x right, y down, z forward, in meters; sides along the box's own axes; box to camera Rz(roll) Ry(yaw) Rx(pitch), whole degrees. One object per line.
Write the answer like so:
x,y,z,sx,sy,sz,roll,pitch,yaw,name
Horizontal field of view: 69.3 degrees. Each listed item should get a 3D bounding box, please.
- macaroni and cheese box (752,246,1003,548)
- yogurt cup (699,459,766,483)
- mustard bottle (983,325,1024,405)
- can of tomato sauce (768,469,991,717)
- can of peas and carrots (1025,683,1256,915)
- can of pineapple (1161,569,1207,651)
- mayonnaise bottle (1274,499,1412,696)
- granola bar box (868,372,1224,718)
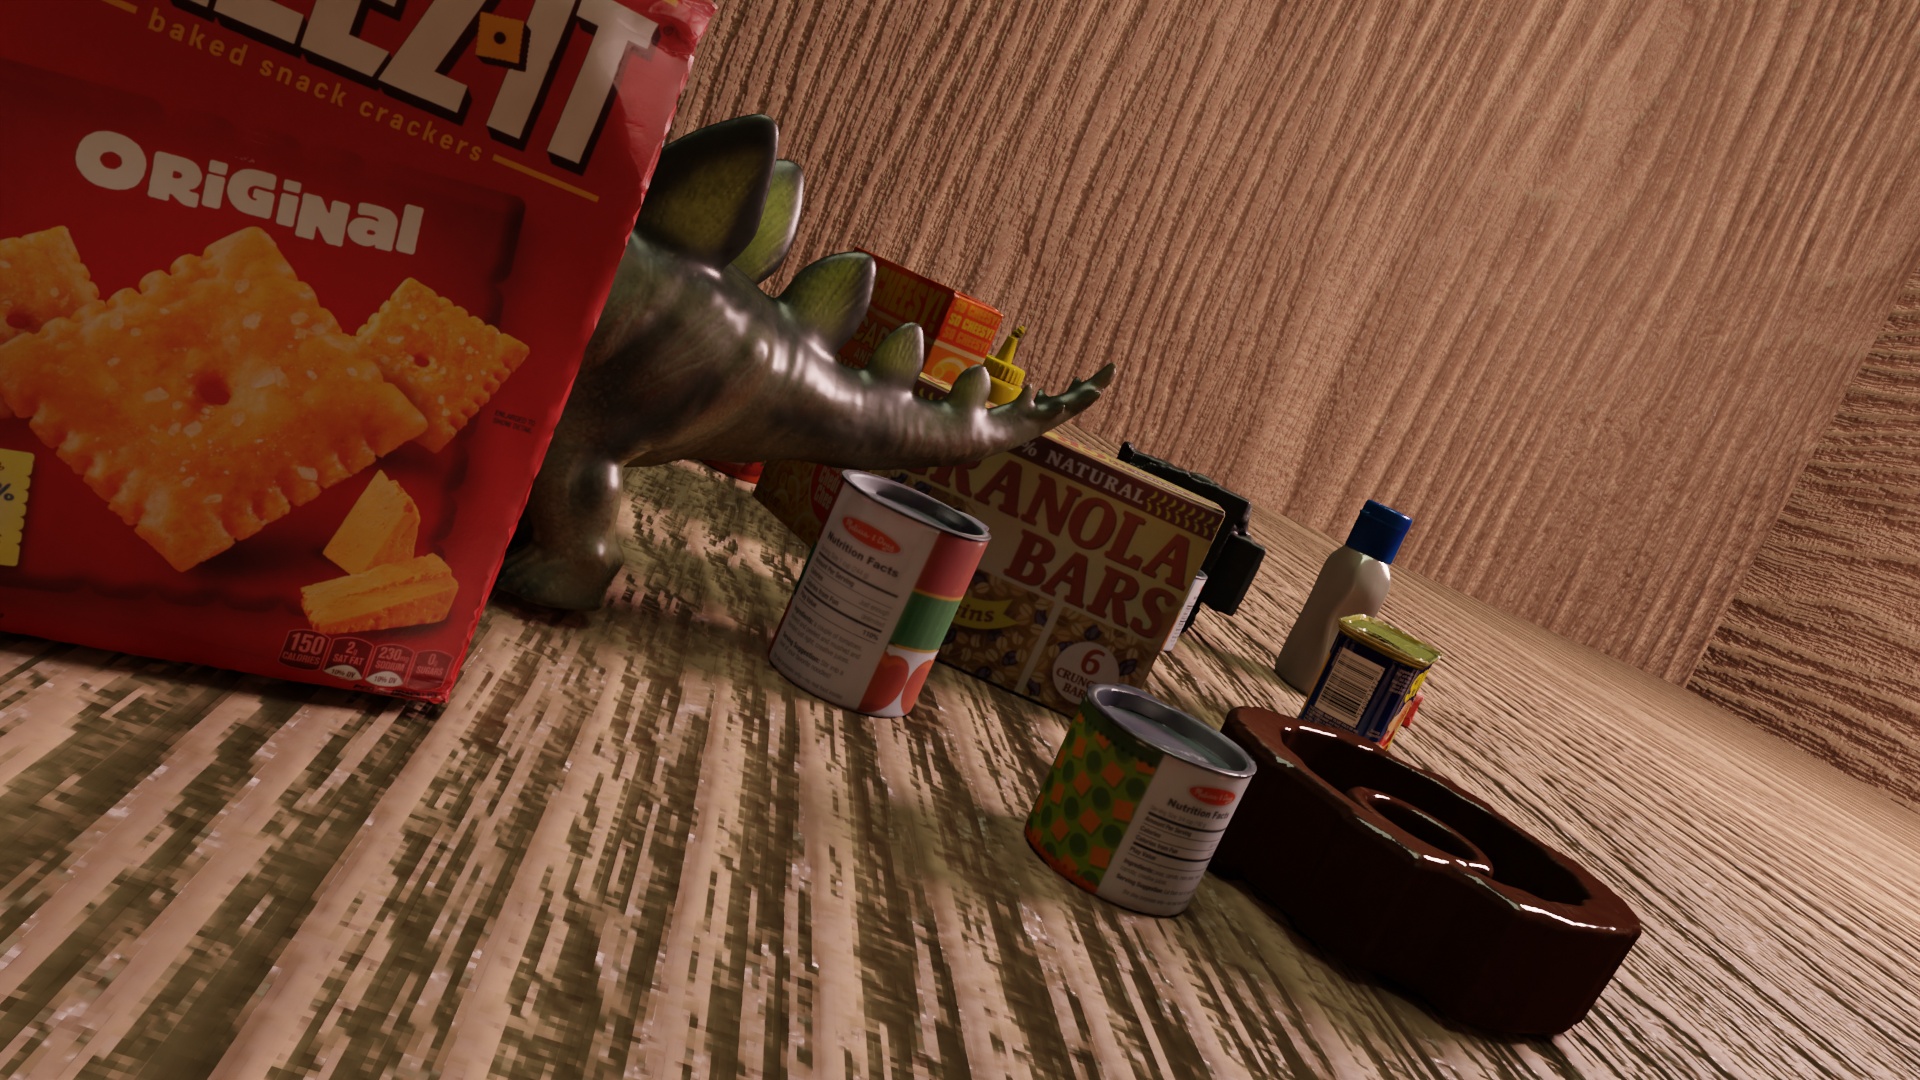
-0.052,-0.076,0.811,0.040,0.166,0.124,17,11,-37,macaroni and cheese box
-0.140,-0.071,0.908,0.072,0.054,0.072,23,9,-4,yogurt cup
0.011,-0.092,1.063,0.065,0.160,0.049,25,9,7,mustard bottle
-0.033,0.022,0.575,0.071,0.083,0.071,23,9,-4,can of tomato sauce
0.063,0.092,0.503,0.071,0.058,0.071,23,9,-4,can of peas and carrots
0.126,0.036,0.957,0.071,0.057,0.071,23,9,-4,can of pineapple
0.285,0.044,1.027,0.041,0.147,0.065,21,9,-16,mayonnaise bottle
0.028,0.006,0.683,0.165,0.124,0.039,24,9,-2,granola bar box
